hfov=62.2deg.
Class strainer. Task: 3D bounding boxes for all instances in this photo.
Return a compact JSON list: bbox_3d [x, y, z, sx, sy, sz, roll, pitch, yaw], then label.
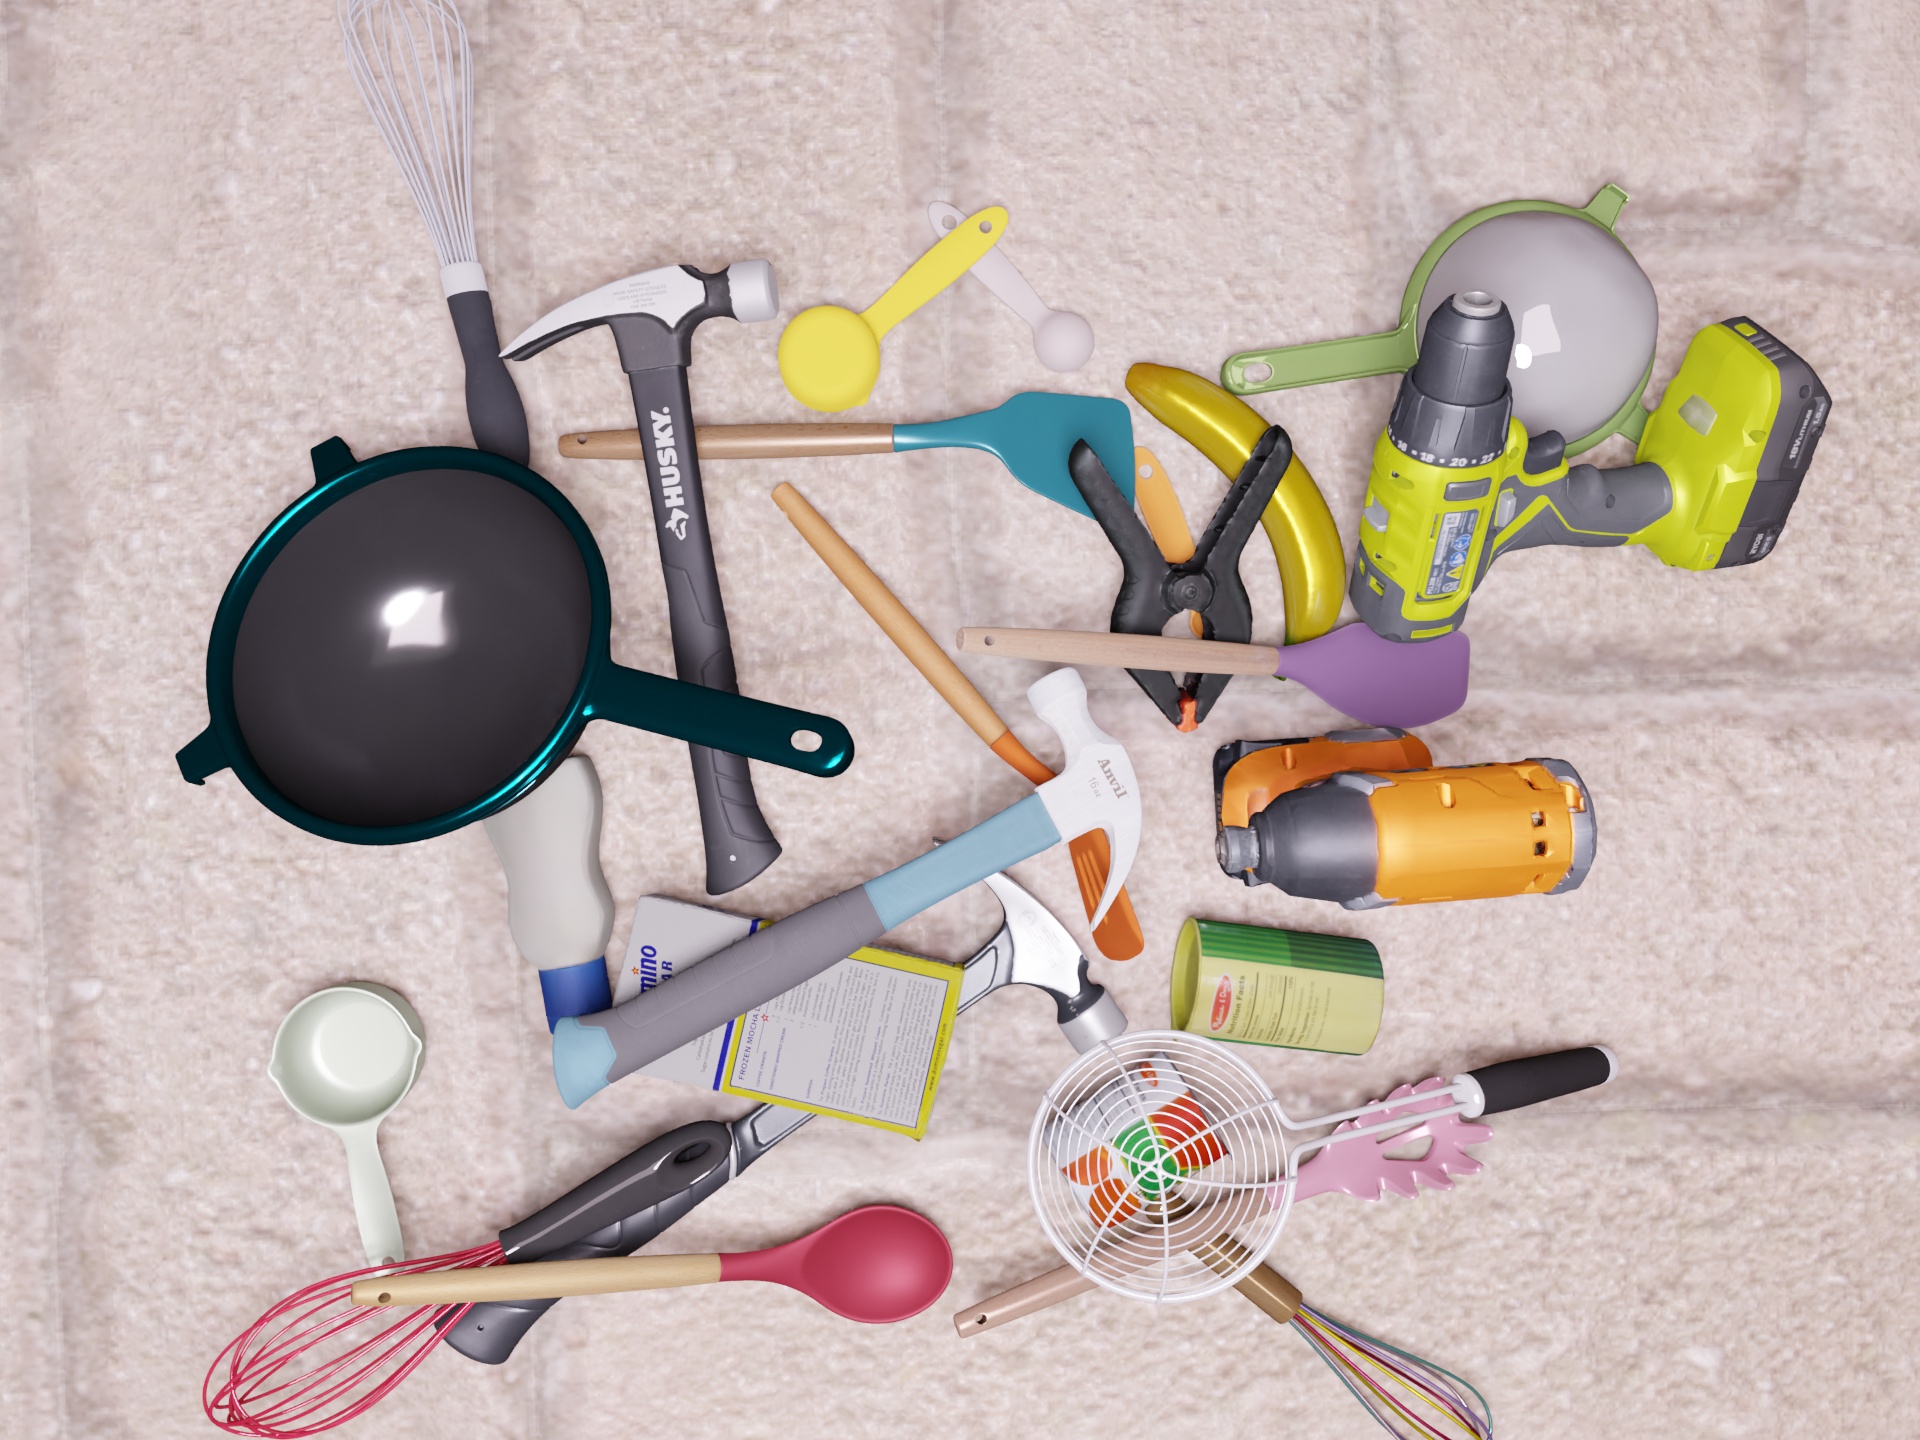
[{"bbox_3d":[-0.209,-0.014,0.814,0.340,0.095,0.211,14,75,11],"label":"strainer"},{"bbox_3d":[0.275,-0.213,0.877,0.256,0.069,0.151,-9,92,-5],"label":"strainer"}]

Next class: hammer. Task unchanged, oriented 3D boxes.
[{"bbox_3d":[-0.150,-0.069,0.856,0.146,0.035,0.334,-7,98,5],"label":"hammer"},{"bbox_3d":[-0.057,0.101,0.811,0.331,0.033,0.128,-27,78,-6],"label":"hammer"},{"bbox_3d":[-0.114,0.223,0.881,0.409,0.036,0.149,-34,92,-2],"label":"hammer"}]

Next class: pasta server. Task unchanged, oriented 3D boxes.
[{"bbox_3d":[0.145,0.273,0.874,0.316,0.040,0.060,-18,76,-12],"label":"pasta server"}]

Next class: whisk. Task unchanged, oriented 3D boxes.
[{"bbox_3d":[-0.274,-0.268,0.854,0.070,0.070,0.284,-13,96,-3],"label":"whisk"},{"bbox_3d":[0.206,0.344,0.899,0.245,0.047,0.051,39,90,0],"label":"whisk"},{"bbox_3d":[-0.254,0.288,0.834,0.296,0.073,0.073,-28,93,-8],"label":"whisk"}]

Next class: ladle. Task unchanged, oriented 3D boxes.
[{"bbox_3d":[-0.153,0.292,0.837,0.315,0.031,0.069,5,96,-24],"label":"ladle"}]

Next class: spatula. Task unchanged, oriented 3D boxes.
[{"bbox_3d":[0.146,-0.031,0.858,0.315,0.018,0.060,4,91,-21],"label":"spatula"},{"bbox_3d":[-0.001,-0.003,0.877,0.041,0.081,0.322,-41,88,-16],"label":"spatula"},{"bbox_3d":[-0.061,-0.148,0.877,0.317,0.044,0.082,0,71,3],"label":"spatula"}]

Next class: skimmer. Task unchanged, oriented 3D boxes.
[{"bbox_3d":[0.205,0.210,0.838,0.363,0.090,0.127,-1,71,-34],"label":"skimmer"}]

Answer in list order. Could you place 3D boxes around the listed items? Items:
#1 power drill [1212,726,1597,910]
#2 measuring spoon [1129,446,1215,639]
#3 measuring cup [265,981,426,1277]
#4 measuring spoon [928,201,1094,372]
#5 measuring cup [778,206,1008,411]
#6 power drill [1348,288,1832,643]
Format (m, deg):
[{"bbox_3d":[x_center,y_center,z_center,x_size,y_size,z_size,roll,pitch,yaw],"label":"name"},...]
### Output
[{"bbox_3d":[0.192,0.050,0.799,0.164,0.226,0.084,-4,91,-3],"label":"power drill"},{"bbox_3d":[0.121,-0.101,0.902,0.021,0.011,0.117,-22,89,5],"label":"measuring spoon"},{"bbox_3d":[-0.322,0.224,0.868,0.083,0.038,0.167,-10,94,-3],"label":"measuring cup"},{"bbox_3d":[0.027,-0.245,0.888,0.034,0.018,0.124,-45,92,-1],"label":"measuring spoon"},{"bbox_3d":[-0.035,-0.232,0.874,0.156,0.029,0.062,-40,92,4],"label":"measuring cup"},{"bbox_3d":[0.323,-0.142,0.832,0.228,0.080,0.190,-9,132,-11],"label":"power drill"}]
